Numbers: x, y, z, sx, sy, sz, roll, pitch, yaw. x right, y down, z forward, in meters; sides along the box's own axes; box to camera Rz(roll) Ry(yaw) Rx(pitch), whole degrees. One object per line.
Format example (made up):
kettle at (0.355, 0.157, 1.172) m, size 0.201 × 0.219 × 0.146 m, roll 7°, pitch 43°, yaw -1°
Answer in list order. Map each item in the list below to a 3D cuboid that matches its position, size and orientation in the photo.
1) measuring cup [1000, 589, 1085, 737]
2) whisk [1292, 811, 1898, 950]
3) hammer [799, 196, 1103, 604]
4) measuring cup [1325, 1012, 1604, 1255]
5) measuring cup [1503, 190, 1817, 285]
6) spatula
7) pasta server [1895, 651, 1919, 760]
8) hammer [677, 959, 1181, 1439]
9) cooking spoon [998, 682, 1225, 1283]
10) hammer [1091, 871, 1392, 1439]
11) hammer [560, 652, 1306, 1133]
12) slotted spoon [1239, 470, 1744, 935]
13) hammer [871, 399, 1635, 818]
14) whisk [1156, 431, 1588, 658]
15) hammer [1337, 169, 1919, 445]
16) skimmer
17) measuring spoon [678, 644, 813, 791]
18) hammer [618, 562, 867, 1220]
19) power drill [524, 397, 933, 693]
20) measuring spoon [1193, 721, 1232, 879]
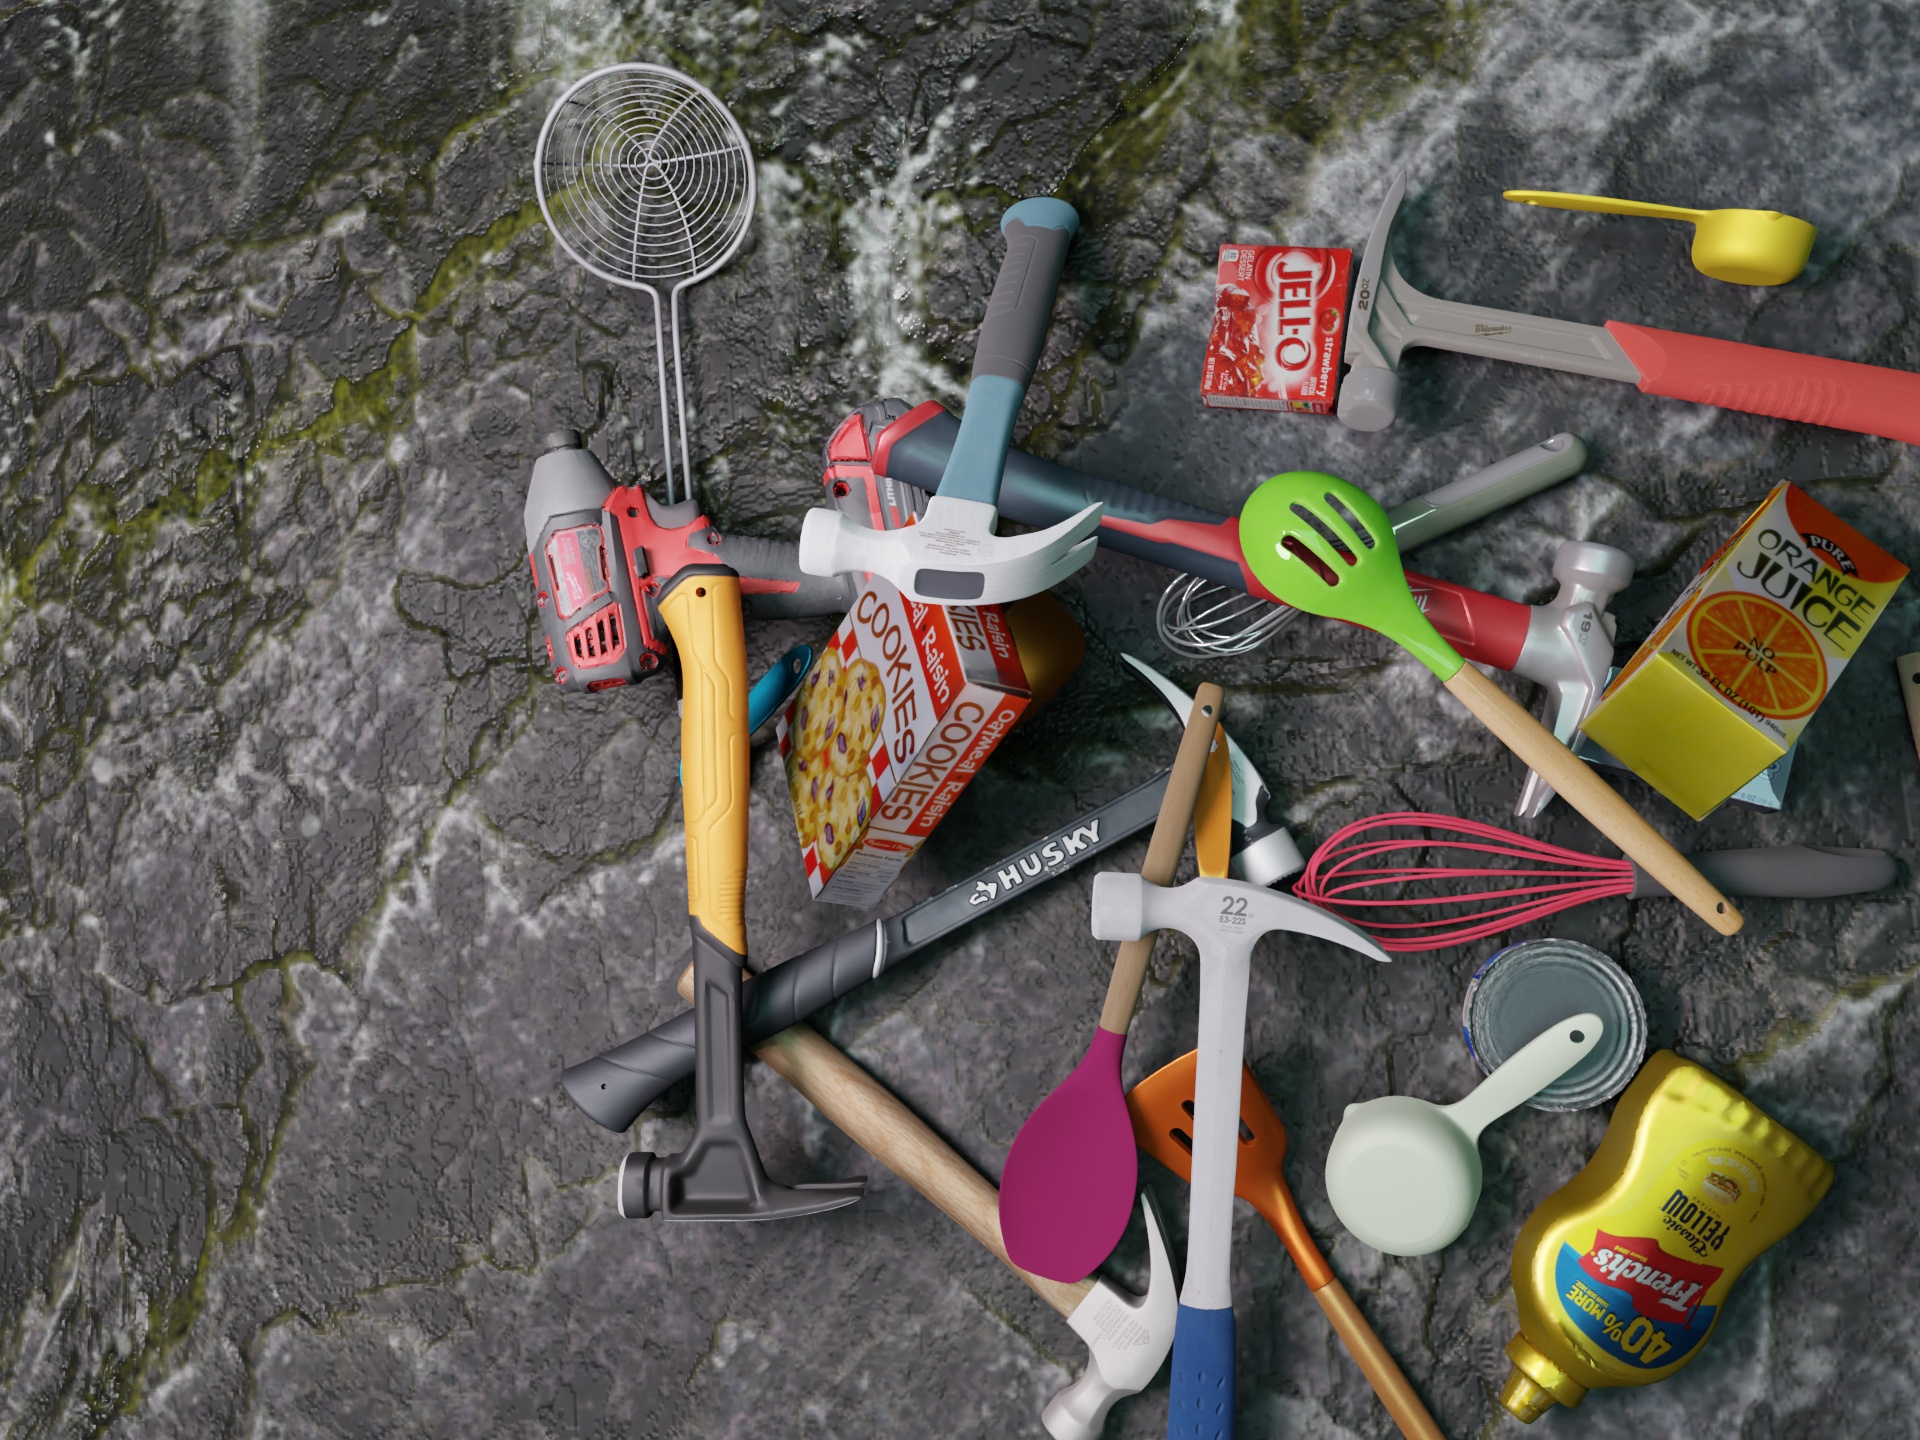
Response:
measuring cup at (-0.001, -0.003, 0.875) m, size 0.052 × 0.095 × 0.173 m, roll 43°, pitch 115°, yaw -5°
whisk at (0.318, 0.079, 0.806) m, size 0.296 × 0.073 × 0.073 m, roll -2°, pitch 83°, yaw 5°
hammer at (0.019, -0.174, 0.804) m, size 0.128 × 0.033 × 0.331 m, roll 11°, pitch 46°, yaw 3°
measuring cup at (0.250, 0.202, 0.786) m, size 0.083 × 0.038 × 0.167 m, roll 47°, pitch 114°, yaw 11°
measuring cup at (0.362, -0.254, 0.833) m, size 0.156 × 0.062 × 0.029 m, roll 12°, pitch 97°, yaw 10°
spatula at (0.197, 0.311, 0.809) m, size 0.081 × 0.041 × 0.323 m, roll -37°, pitch 79°, yaw 17°
pasta server at (0.507, 0.119, 0.774) m, size 0.060 × 0.040 × 0.316 m, roll -14°, pitch 80°, yaw 20°
hammer at (-0.021, 0.235, 0.865) m, size 0.331 × 0.031 × 0.130 m, roll 38°, pitch 92°, yaw 13°
cooking spoon at (0.086, 0.135, 0.819) m, size 0.069 × 0.017 × 0.319 m, roll 16°, pitch 92°, yaw 8°
hammer at (0.129, 0.280, 0.791) m, size 0.144 × 0.035 × 0.405 m, roll 3°, pitch 94°, yaw 7°
hammer at (-0.029, 0.109, 0.858) m, size 0.409 × 0.036 × 0.149 m, roll -27°, pitch 77°, yaw 0°
slotted spoon at (0.261, -0.008, 0.773) m, size 0.314 × 0.031 × 0.070 m, roll 43°, pitch 83°, yaw 2°
hammer at (0.137, -0.070, 0.814) m, size 0.386 × 0.038 × 0.143 m, roll 17°, pitch 90°, yaw 2°
whisk at (0.220, -0.096, 0.851) m, size 0.246 × 0.058 × 0.059 m, roll -24°, pitch 122°, yaw 3°
hammer at (0.385, -0.190, 0.827) m, size 0.359 × 0.036 × 0.149 m, roll 12°, pitch 71°, yaw 9°
skimmer at (-0.169, -0.185, 0.911) m, size 0.127 × 0.090 × 0.363 m, roll -5°, pitch 83°, yaw -3°
measuring spoon at (-0.115, 0.002, 0.894) m, size 0.128 × 0.021 × 0.042 m, roll -46°, pitch 60°, yaw 28°
hammer at (-0.117, 0.088, 0.817) m, size 0.127 × 0.034 × 0.337 m, roll -2°, pitch 91°, yaw 3°
power drill at (-0.125, -0.104, 0.869) m, size 0.219 × 0.078 × 0.143 m, roll -12°, pitch 87°, yaw -6°
measuring spoon at (0.131, 0.055, 0.830) m, size 0.021 × 0.011 × 0.117 m, roll 0°, pitch 74°, yaw 3°
